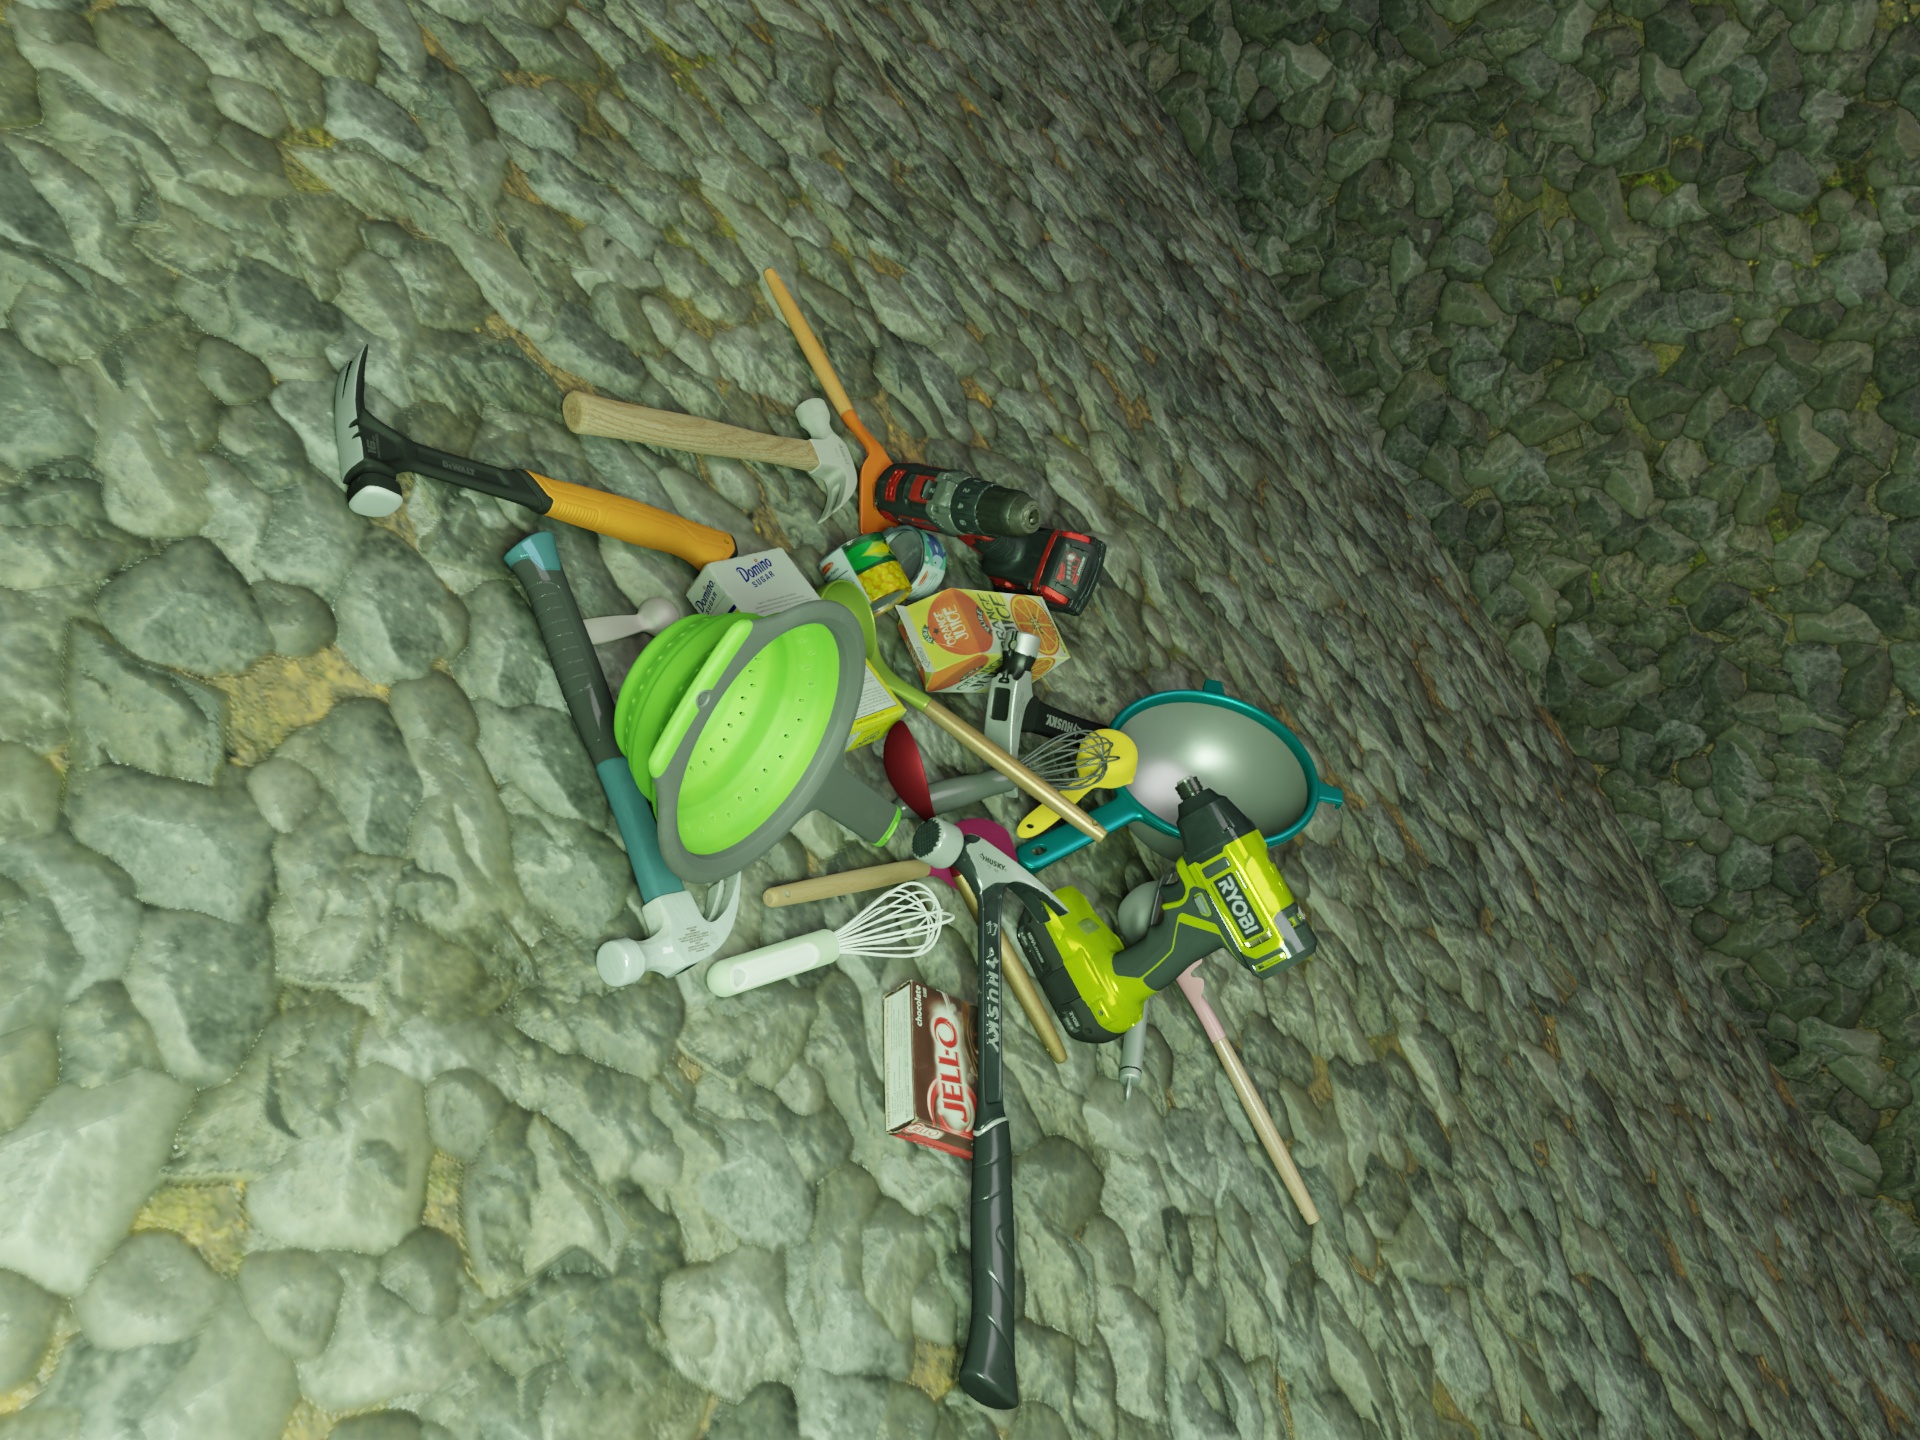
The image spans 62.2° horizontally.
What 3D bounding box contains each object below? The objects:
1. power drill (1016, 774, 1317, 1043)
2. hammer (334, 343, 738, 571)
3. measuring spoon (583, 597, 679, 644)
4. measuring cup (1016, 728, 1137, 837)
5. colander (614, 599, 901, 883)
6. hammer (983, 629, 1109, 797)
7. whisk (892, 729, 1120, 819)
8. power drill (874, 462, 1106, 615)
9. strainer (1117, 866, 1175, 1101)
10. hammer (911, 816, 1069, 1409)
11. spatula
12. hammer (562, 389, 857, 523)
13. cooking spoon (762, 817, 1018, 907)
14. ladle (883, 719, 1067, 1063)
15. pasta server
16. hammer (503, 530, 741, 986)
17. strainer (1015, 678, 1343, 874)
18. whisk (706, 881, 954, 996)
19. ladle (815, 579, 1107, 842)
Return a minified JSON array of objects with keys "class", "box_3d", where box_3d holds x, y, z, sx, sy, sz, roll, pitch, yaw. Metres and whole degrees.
[{"class":"power drill","box_3d":[0.164,0.162,1.328,0.080,0.223,0.171,-13,72,-57]},{"class":"hammer","box_3d":[-0.302,-0.170,1.185,0.336,0.034,0.127,15,51,-48]},{"class":"measuring spoon","box_3d":[-0.251,-0.073,1.178,0.124,0.018,0.034,-20,78,-57]},{"class":"measuring cup","box_3d":[0.105,0.057,1.451,0.062,0.029,0.156,35,51,25]},{"class":"colander","box_3d":[-0.137,0.019,1.118,0.094,0.204,0.396,29,-7,21]},{"class":"hammer","box_3d":[0.122,0.020,1.548,0.334,0.035,0.146,18,82,-56]},{"class":"whisk","box_3d":[0.042,0.052,1.377,0.239,0.055,0.055,-14,71,-33]},{"class":"power drill","box_3d":[0.048,-0.177,1.528,0.226,0.188,0.080,26,84,-47]},{"class":"strainer","box_3d":[0.161,0.230,1.438,0.050,0.086,0.259,6,46,6]},{"class":"hammer","box_3d":[0.024,0.274,1.143,0.149,0.036,0.409,29,48,-37]},{"class":"spatula","box_3d":[-0.128,-0.316,1.572,0.081,0.041,0.323,-3,60,-53]},{"class":"hammer","box_3d":[-0.207,-0.242,1.385,0.331,0.031,0.130,-1,62,-54]},{"class":"cooking spoon","box_3d":[-0.045,0.121,1.275,0.318,0.017,0.069,-5,76,-53]},{"class":"ladle","box_3d":[0.012,0.144,1.284,0.315,0.031,0.069,62,-13,-11]},{"class":"pasta server","box_3d":[0.263,0.321,1.495,0.316,0.040,0.060,63,0,9]},{"class":"hammer","box_3d":[-0.242,0.017,1.086,0.128,0.033,0.331,-3,65,-55]},{"class":"strainer","box_3d":[0.183,0.095,1.516,0.340,0.095,0.211,-23,53,-30]},{"class":"whisk","box_3d":[-0.090,0.162,1.155,0.246,0.059,0.058,-9,96,-52]},{"class":"ladle","box_3d":[-0.002,-0.004,1.339,0.320,0.062,0.078,37,43,3]}]
